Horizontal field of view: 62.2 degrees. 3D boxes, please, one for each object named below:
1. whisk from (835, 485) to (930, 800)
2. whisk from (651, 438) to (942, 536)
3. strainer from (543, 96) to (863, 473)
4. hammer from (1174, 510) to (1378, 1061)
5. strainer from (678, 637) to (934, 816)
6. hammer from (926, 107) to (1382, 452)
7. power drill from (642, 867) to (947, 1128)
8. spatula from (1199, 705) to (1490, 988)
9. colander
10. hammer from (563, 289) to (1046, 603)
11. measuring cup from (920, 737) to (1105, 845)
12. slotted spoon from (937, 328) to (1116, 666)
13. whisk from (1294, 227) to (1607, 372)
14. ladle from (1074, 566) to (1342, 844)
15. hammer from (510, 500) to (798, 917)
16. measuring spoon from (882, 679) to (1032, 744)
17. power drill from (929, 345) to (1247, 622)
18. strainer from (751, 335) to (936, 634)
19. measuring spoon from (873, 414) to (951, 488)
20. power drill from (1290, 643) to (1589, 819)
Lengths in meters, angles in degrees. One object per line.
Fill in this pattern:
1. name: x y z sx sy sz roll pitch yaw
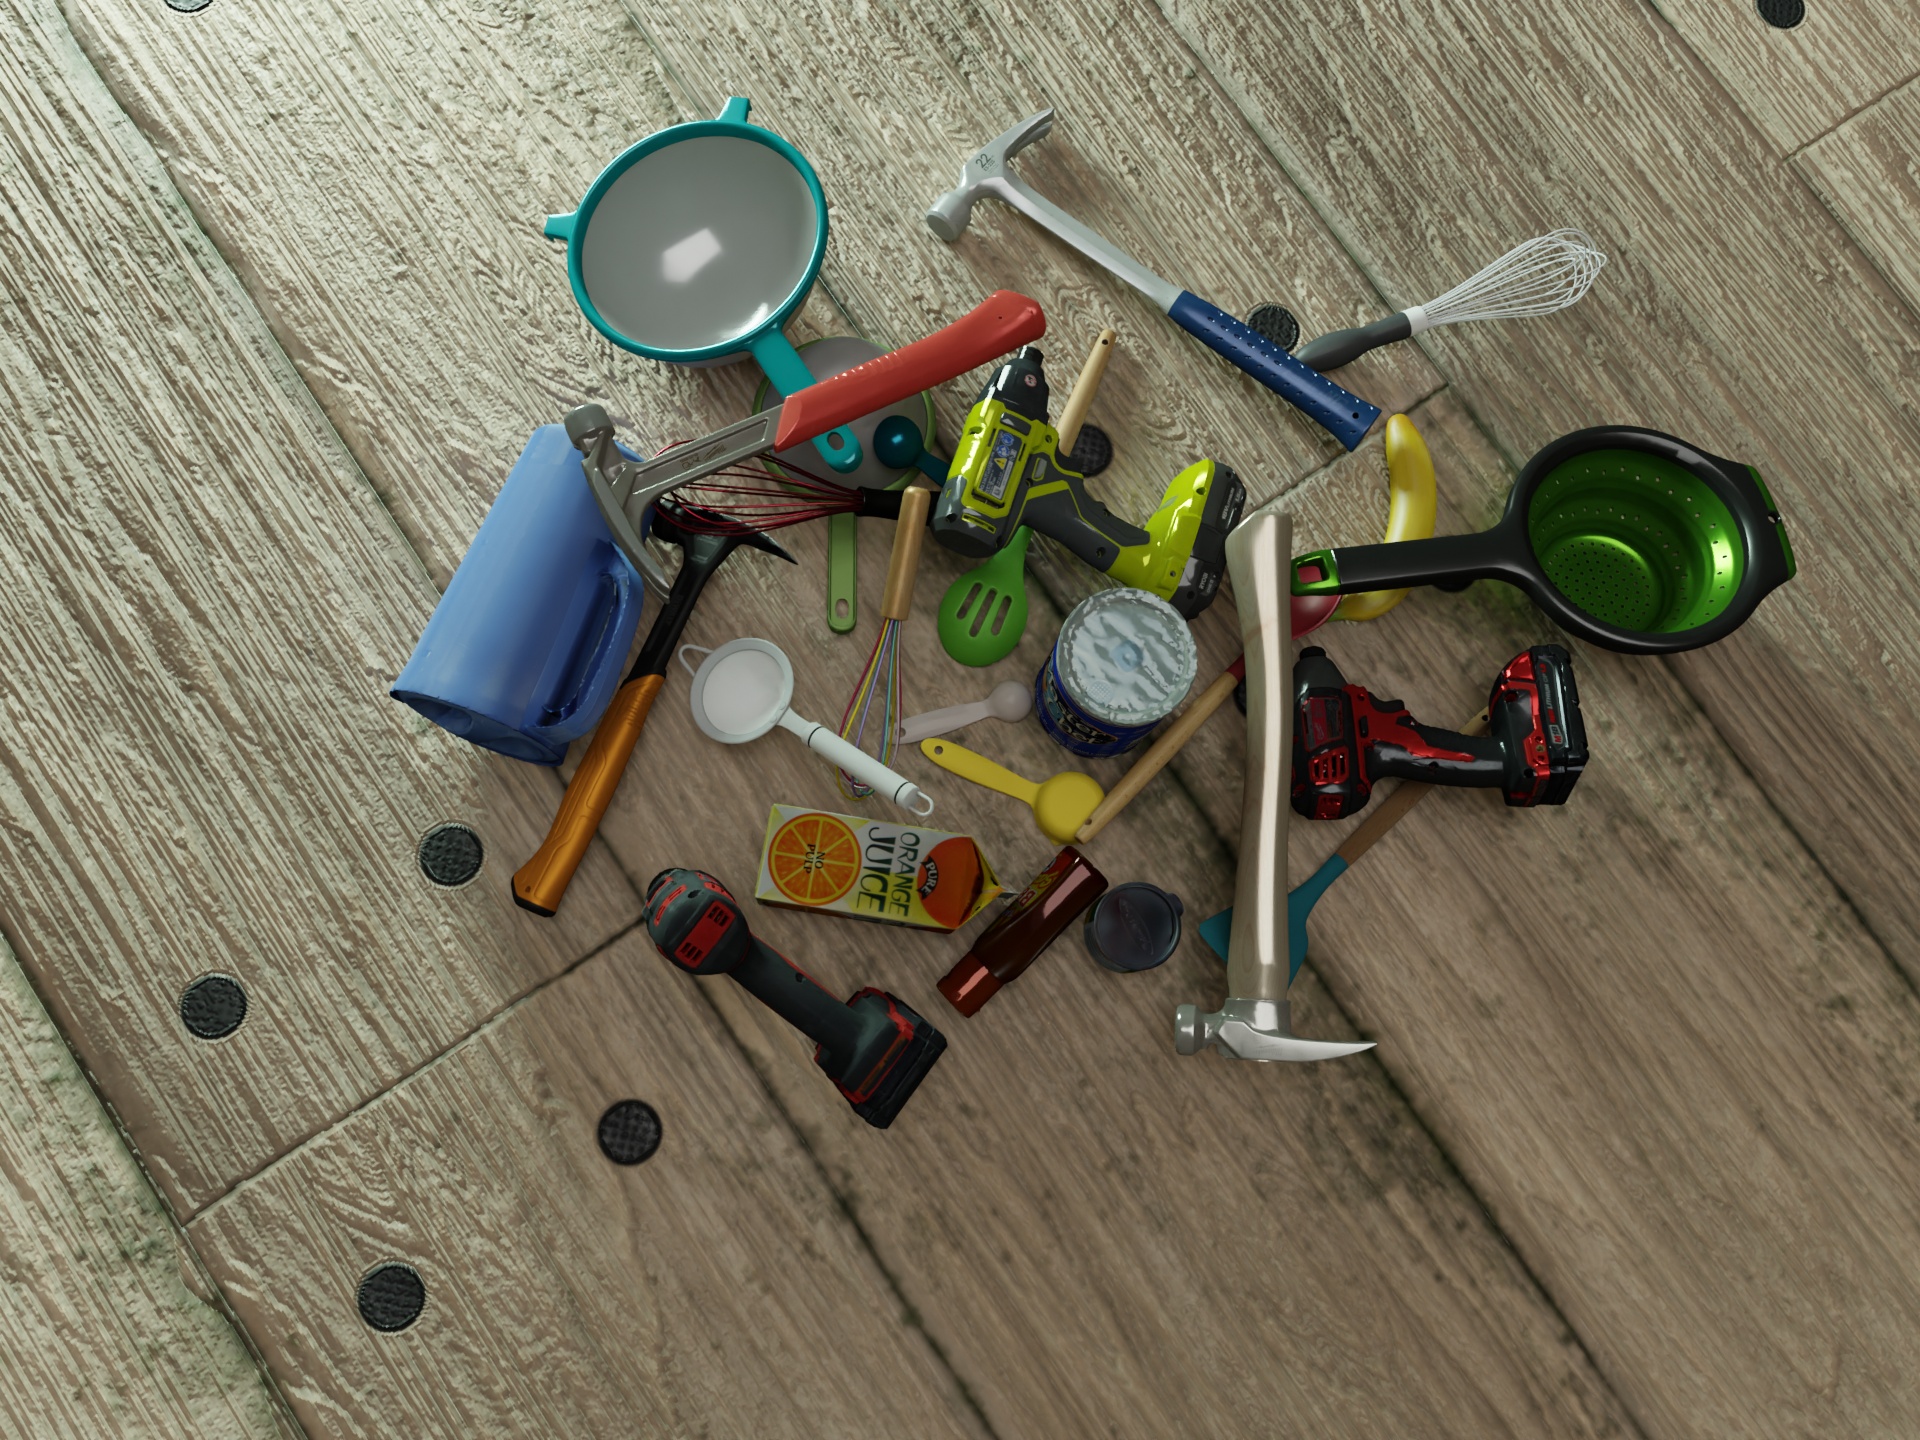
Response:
1. whisk: -0.057 -0.057 1.212 0.047 0.051 0.245 9 97 -18
2. whisk: -0.096 -0.168 1.212 0.295 0.073 0.073 2 77 -24
3. strainer: -0.164 -0.313 1.253 0.211 0.095 0.341 -34 73 -1
4. hammer: 0.239 0.046 1.189 0.146 0.038 0.411 1 82 12
5. strainer: -0.116 0.010 1.196 0.259 0.050 0.087 31 83 31
6. hammer: 0.174 -0.360 1.327 0.405 0.035 0.144 36 77 7
7. power drill: -0.134 0.184 1.147 0.226 0.188 0.080 39 81 -15
8. spatula: 0.321 0.092 1.252 0.317 0.044 0.082 -42 74 -13
9. colander: 0.449 -0.119 1.275 0.397 0.094 0.205 -7 66 -4
10. hammer: -0.092 -0.219 1.148 0.359 0.036 0.149 -26 81 -17
11. measuring cup: 0.042 0.048 1.243 0.156 0.029 0.062 24 77 -2
12. slotted spoon: 0.064 -0.188 1.298 0.070 0.031 0.314 23 76 3
13. whisk: 0.414 -0.349 1.348 0.284 0.070 0.070 -21 81 -4
14. ladle: 0.198 -0.016 1.255 0.315 0.069 0.031 -45 130 -15
15. hammer: -0.246 -0.006 1.213 0.127 0.034 0.337 19 79 27
16. measuring spoon: -0.002 -0.004 1.257 0.124 0.018 0.034 -16 80 -7
17. power drill: 0.103 -0.180 1.244 0.223 0.080 0.171 23 75 -15
18. strainer: -0.093 -0.199 1.264 0.151 0.069 0.256 1 77 -5
19. measuring spoon: -0.013 -0.199 1.265 0.128 0.021 0.042 30 81 -30
20. power drill: 0.363 0.003 1.245 0.219 0.078 0.143 -2 61 5
